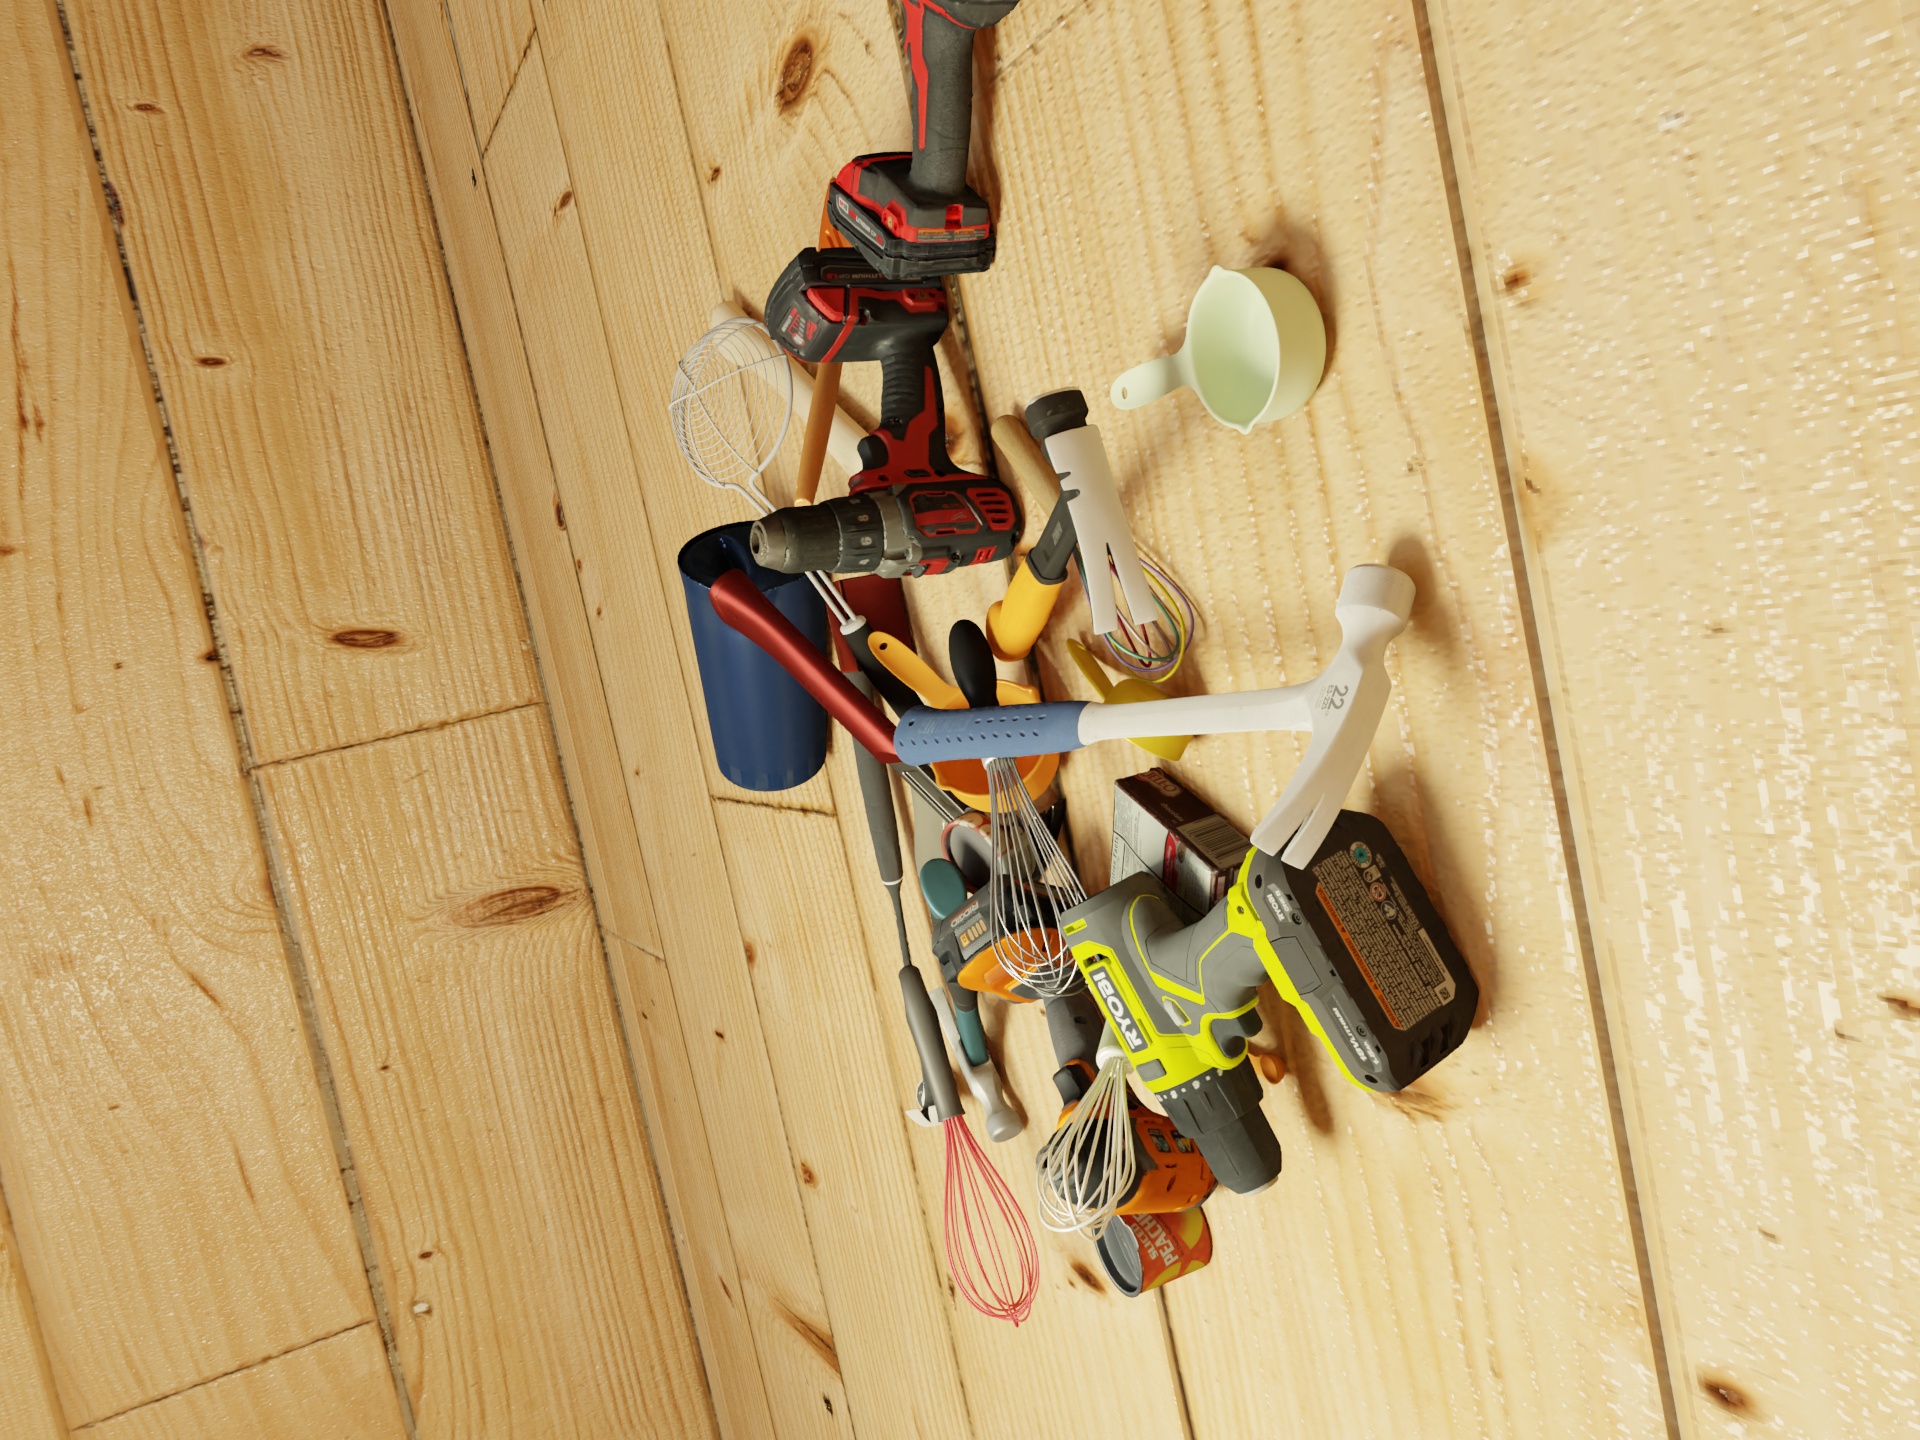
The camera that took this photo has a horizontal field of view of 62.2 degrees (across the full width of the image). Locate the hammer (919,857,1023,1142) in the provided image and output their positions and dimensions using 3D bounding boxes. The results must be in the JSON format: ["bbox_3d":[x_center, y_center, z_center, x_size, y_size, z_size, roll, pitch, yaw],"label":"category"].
[{"bbox_3d":[0.002,0.209,1.235,0.330,0.033,0.128,81,164,-53],"label":"hammer"}]

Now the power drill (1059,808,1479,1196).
[{"bbox_3d":[0.161,0.155,0.852,0.190,0.080,0.228,61,147,7],"label":"power drill"}]

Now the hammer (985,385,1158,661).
[{"bbox_3d":[0.051,-0.079,0.955,0.337,0.034,0.127,117,137,-79],"label":"hammer"}]

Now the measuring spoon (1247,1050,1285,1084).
[{"bbox_3d":[0.170,0.208,0.992,0.117,0.011,0.021,174,83,-70],"label":"measuring spoon"}]

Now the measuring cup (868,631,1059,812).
[{"bbox_3d":[-0.002,-0.004,1.129,0.174,0.095,0.052,41,175,30],"label":"measuring cup"}]

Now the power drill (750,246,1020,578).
[{"bbox_3d":[-0.070,-0.202,1.082,0.080,0.188,0.227,-36,66,60],"label":"power drill"}]

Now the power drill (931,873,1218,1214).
[{"bbox_3d":[0.068,0.215,1.038,0.084,0.164,0.227,-41,57,22],"label":"power drill"}]

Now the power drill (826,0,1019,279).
[{"bbox_3d":[-0.024,-0.404,1.002,0.143,0.078,0.219,53,145,42],"label":"power drill"}]

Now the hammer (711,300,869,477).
[{"bbox_3d":[-0.129,-0.281,1.350,0.411,0.038,0.146,50,144,46],"label":"hammer"}]

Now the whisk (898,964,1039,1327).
[{"bbox_3d":[-0.001,0.340,1.283,0.073,0.073,0.296,131,124,-62],"label":"whisk"}]

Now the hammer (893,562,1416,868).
[{"bbox_3d":[0.076,0.006,0.889,0.405,0.035,0.144,-5,60,58],"label":"hammer"}]

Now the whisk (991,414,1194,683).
[{"bbox_3d":[0.073,-0.112,0.989,0.047,0.051,0.245,94,154,-47],"label":"whisk"}]

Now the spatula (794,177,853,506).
[{"bbox_3d":[-0.104,-0.276,1.184,0.081,0.041,0.323,109,169,-52],"label":"spatula"}]

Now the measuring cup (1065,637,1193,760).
[{"bbox_3d":[0.100,-0.025,0.985,0.029,0.062,0.157,-59,28,17],"label":"measuring cup"}]

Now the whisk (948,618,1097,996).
[{"bbox_3d":[0.033,0.049,1.037,0.070,0.070,0.285,111,150,-53],"label":"whisk"}]

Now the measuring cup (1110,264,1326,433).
[{"bbox_3d":[0.130,-0.185,0.825,0.168,0.038,0.083,-179,76,-68],"label":"measuring cup"}]

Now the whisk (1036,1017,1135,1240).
[{"bbox_3d":[0.093,0.211,0.957,0.059,0.246,0.057,-26,111,30],"label":"whisk"}]

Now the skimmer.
[{"bbox_3d":[-0.105,-0.140,1.251,0.127,0.090,0.363,-16,118,39],"label":"skimmer"}]

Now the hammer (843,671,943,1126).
[{"bbox_3d":[-0.058,0.155,1.395,0.149,0.036,0.409,27,-127,-88],"label":"hammer"}]

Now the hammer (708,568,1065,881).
[{"bbox_3d":[-0.068,-0.001,1.228,0.359,0.037,0.149,44,141,20],"label":"hammer"}]
